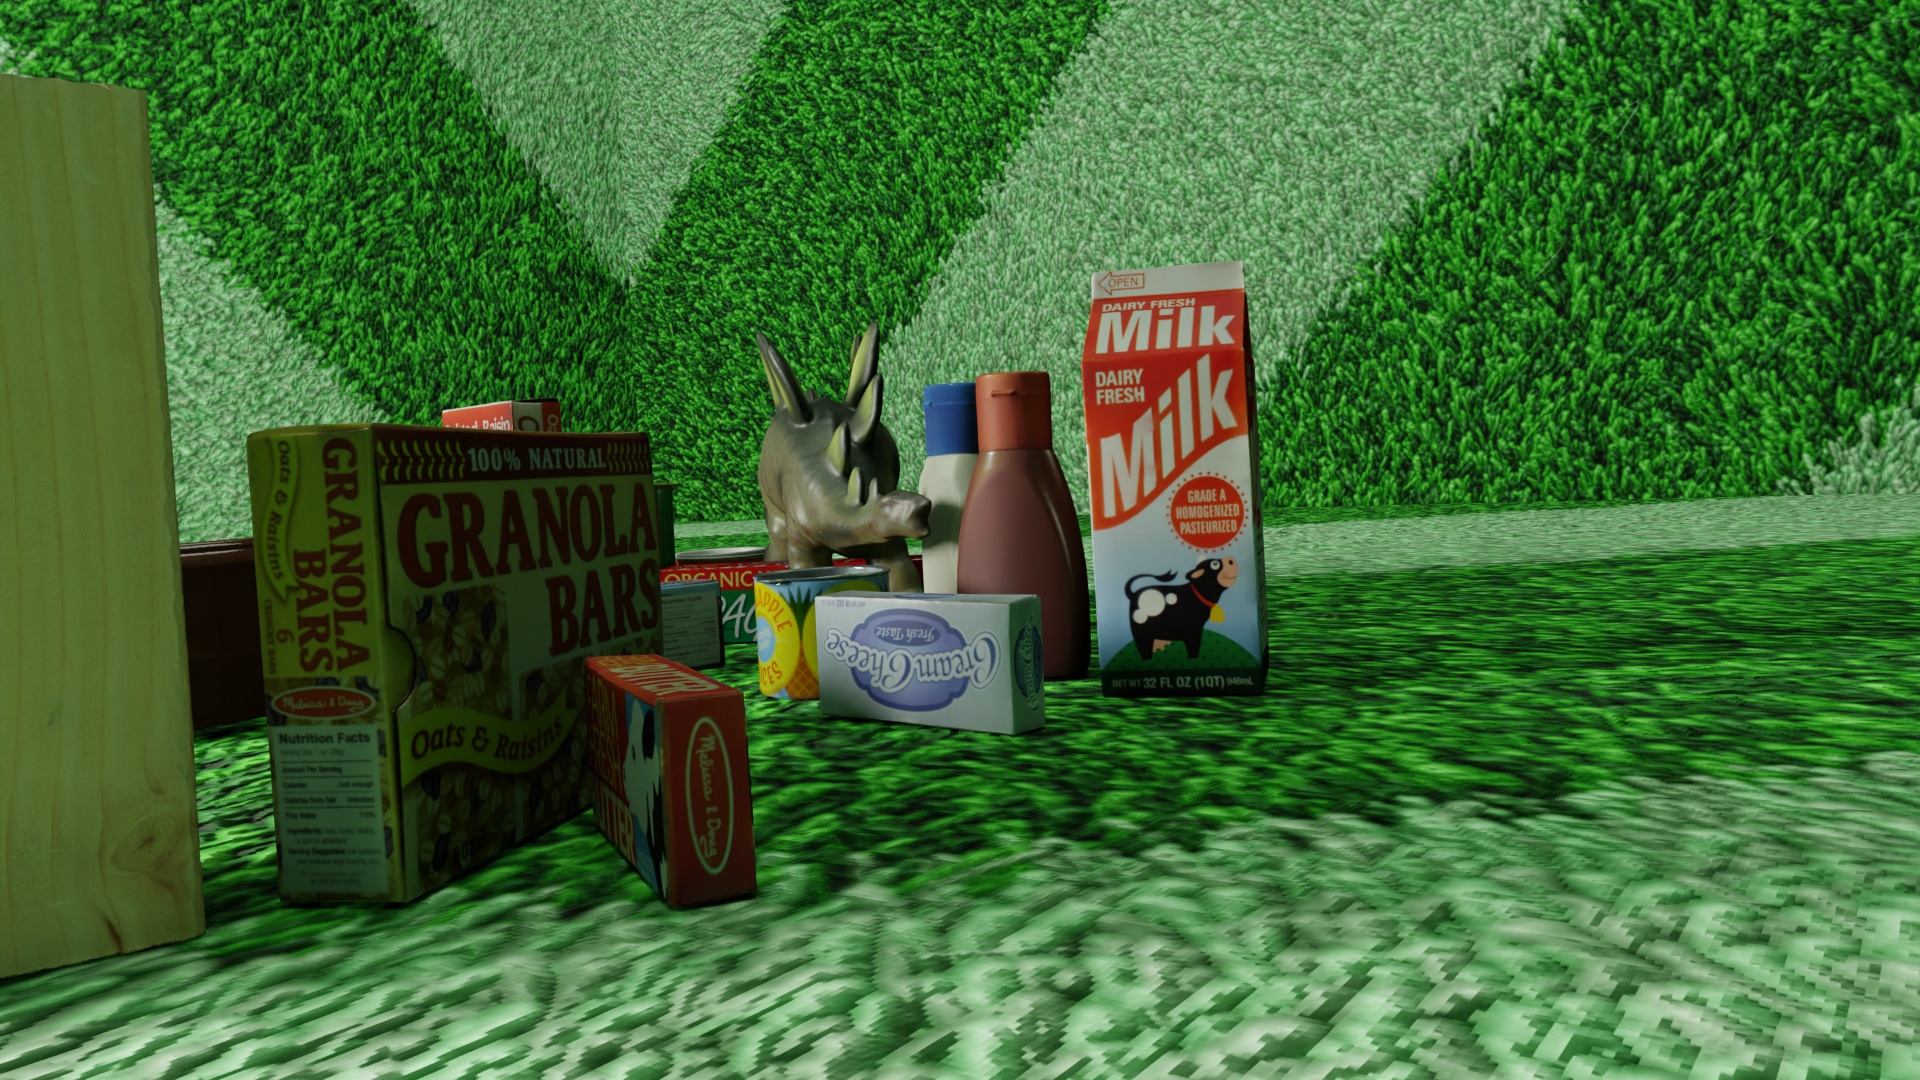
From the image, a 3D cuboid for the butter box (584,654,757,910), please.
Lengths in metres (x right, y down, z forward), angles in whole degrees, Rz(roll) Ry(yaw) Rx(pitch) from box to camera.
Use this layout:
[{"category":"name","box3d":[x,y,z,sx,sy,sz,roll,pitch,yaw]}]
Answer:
[{"category":"butter box","box3d":[-0.084,0.062,0.387,0.024,0.053,0.103,-4,3,-25]}]

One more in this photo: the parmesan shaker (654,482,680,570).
[{"category":"parmesan shaker","box3d":[-0.217,0.015,0.911,0.071,0.103,0.071,-3,3,0]}]

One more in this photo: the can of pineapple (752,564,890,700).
[{"category":"can of pineapple","box3d":[-0.067,0.043,0.670,0.071,0.058,0.071,-3,3,0]}]

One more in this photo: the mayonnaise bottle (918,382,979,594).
[{"category":"mayonnaise bottle","box3d":[0.003,-0.009,0.741,0.041,0.148,0.064,-4,3,-24]}]

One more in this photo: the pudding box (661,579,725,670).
[{"category":"pudding box","box3d":[-0.169,0.048,0.749,0.030,0.049,0.084,0,4,44]}]

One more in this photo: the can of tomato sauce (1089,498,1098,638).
[{"category":"can of tomato sauce","box3d":[0.109,0.015,0.789,0.071,0.083,0.071,-3,3,0]}]

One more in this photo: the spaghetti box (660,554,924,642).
[{"category":"spaghetti box","box3d":[-0.067,0.036,0.871,0.250,0.050,0.029,-3,3,5]}]

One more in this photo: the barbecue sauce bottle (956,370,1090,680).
[{"category":"barbecue sauce bottle","box3d":[0.029,-0.007,0.678,0.065,0.148,0.044,-2,3,19]}]

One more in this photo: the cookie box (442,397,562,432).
[{"category":"cookie box","box3d":[-0.334,-0.018,1.024,0.040,0.167,0.123,-5,4,-43]}]

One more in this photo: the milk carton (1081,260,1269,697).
[{"category":"milk carton","box3d":[0.099,-0.029,0.631,0.072,0.190,0.073,-2,3,15]}]

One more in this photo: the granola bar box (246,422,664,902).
[{"category":"granola bar box","box3d":[-0.144,0.027,0.432,0.039,0.124,0.166,-2,3,12]}]

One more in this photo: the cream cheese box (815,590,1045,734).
[{"category":"cream cheese box","box3d":[-0.014,0.049,0.569,0.103,0.053,0.024,-1,3,37]}]

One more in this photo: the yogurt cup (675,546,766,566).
[{"category":"yogurt cup","box3d":[-0.166,0.033,0.973,0.072,0.054,0.072,-3,3,0]}]
